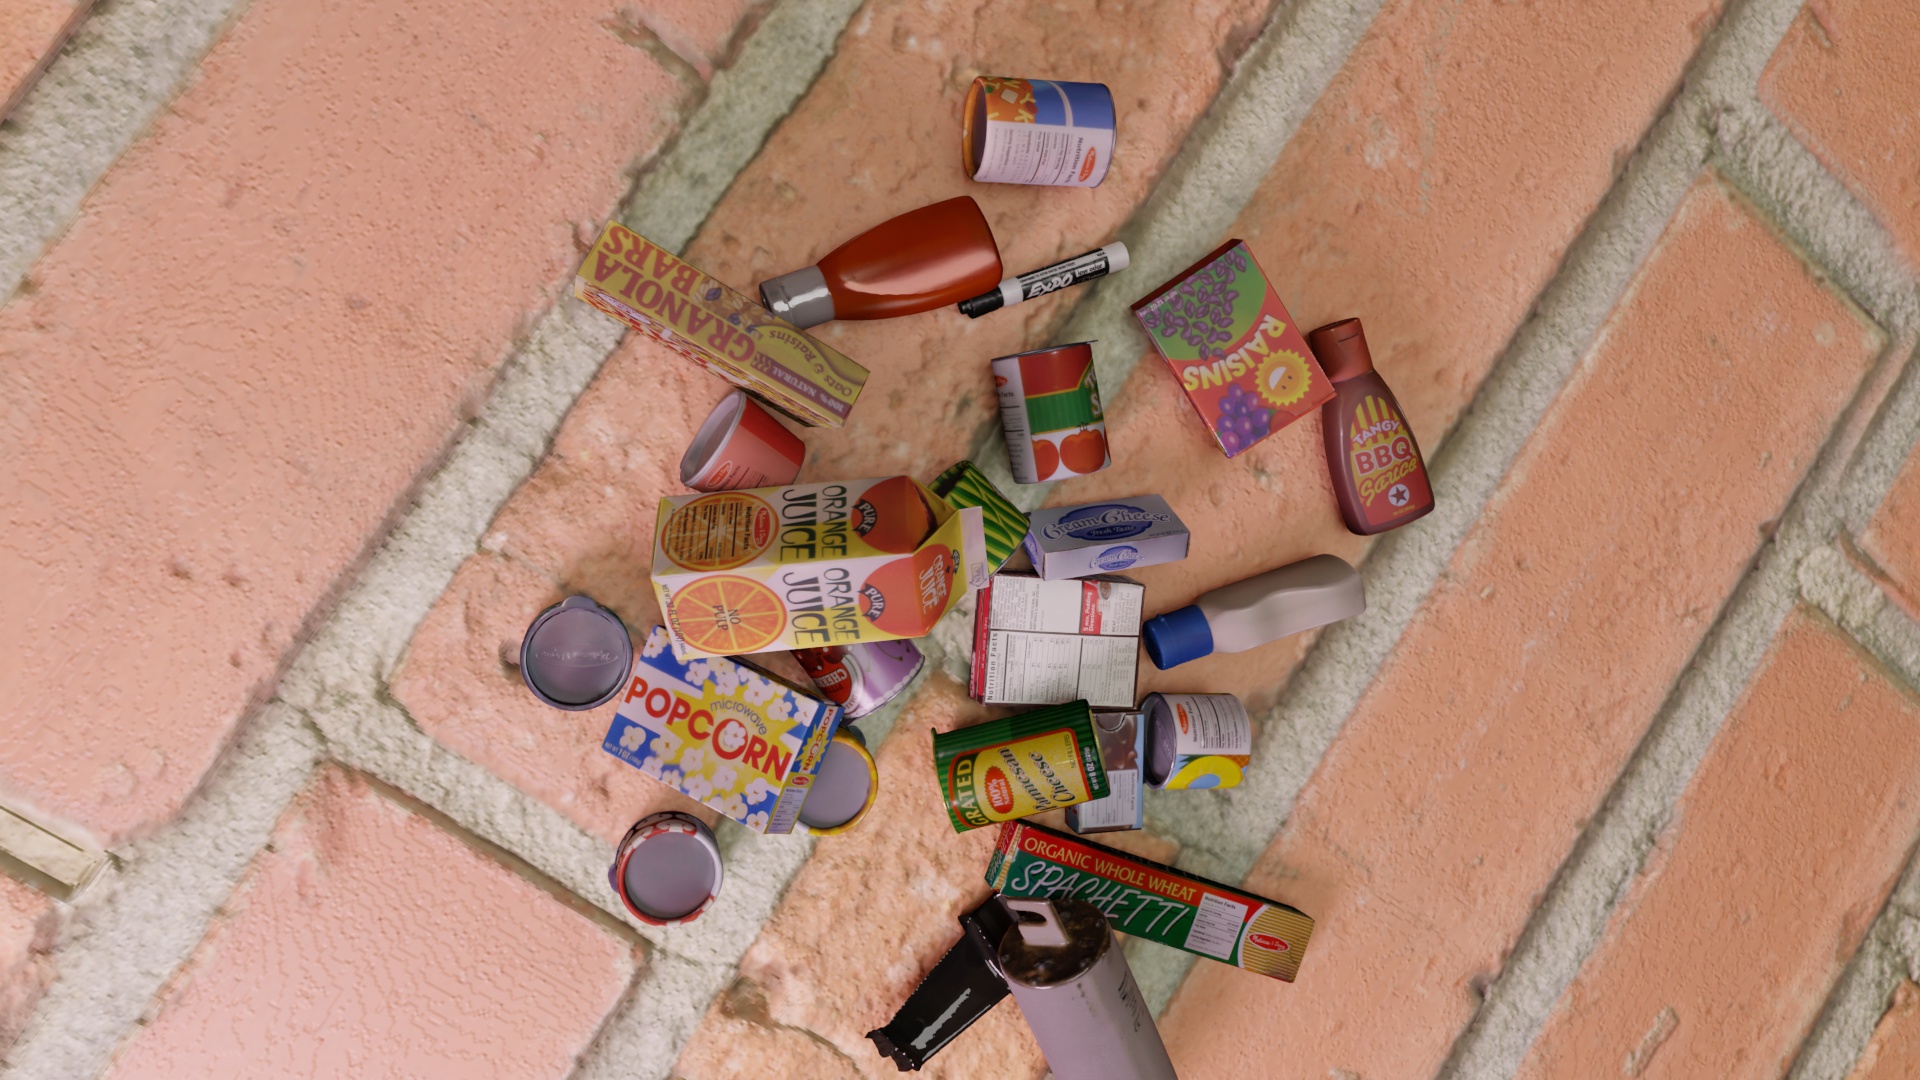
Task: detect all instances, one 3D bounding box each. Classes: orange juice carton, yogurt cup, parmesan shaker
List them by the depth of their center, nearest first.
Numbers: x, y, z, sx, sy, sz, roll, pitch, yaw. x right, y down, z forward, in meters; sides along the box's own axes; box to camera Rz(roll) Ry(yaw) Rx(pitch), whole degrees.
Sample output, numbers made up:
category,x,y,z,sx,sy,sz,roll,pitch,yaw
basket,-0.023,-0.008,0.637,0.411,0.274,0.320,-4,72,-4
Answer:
category,x,y,z,sx,sy,sz,roll,pitch,yaw
orange juice carton,-0.080,0.013,0.828,0.193,0.073,0.071,-5,134,-1
yogurt cup,-0.132,-0.051,0.856,0.054,0.072,0.072,32,85,-23
parmesan shaker,0.039,0.143,0.899,0.103,0.071,0.071,-15,98,6

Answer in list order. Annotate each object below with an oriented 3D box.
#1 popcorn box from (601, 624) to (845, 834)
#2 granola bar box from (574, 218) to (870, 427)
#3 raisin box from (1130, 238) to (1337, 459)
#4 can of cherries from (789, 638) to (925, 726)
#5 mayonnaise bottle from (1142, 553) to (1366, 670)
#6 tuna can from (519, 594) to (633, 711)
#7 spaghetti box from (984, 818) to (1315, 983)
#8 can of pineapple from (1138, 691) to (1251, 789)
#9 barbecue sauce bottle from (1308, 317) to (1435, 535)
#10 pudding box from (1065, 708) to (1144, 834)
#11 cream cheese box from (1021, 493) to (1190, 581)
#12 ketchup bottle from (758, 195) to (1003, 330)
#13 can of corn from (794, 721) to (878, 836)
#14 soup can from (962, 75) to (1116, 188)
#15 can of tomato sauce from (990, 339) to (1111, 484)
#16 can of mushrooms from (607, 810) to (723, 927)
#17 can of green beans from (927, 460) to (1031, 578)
category,x,y,z,sx,sy,sz,roll,pitch,yaw
popcorn box,-0.145,0.113,0.842,0.127,0.038,0.085,22,86,22
granola bar box,-0.142,-0.123,0.816,0.165,0.124,0.039,29,86,-16
raisin box,0.184,-0.129,0.939,0.086,0.040,0.123,-33,102,6
can of cherries,-0.067,0.073,0.879,0.071,0.071,0.058,-38,103,-10
mayonnaise bottle,0.200,0.050,0.958,0.148,0.065,0.041,-18,107,-10
tuna can,-0.235,0.067,0.850,0.071,0.033,0.071,-1,94,-16
spaghetti box,0.133,0.249,0.960,0.250,0.028,0.050,22,87,-20
can of pineapple,0.158,0.137,0.950,0.058,0.071,0.071,3,93,-16
barbecue sauce bottle,0.284,-0.082,0.980,0.065,0.044,0.148,-21,99,-8
pudding box,0.099,0.156,0.952,0.050,0.030,0.083,-1,94,-14
cream cheese box,0.095,-0.003,0.926,0.104,0.053,0.024,-8,124,-15
ketchup bottle,-0.051,-0.168,0.878,0.149,0.043,0.065,-20,79,-12
can of corn,-0.087,0.147,0.884,0.071,0.058,0.071,-1,95,-15
soup can,0.049,-0.264,0.892,0.084,0.071,0.071,-1,94,-15
can of tomato sauce,0.061,-0.084,0.906,0.071,0.071,0.083,-13,98,-14
can of mushrooms,-0.185,0.208,0.874,0.071,0.033,0.071,-1,95,-16
can of green beans,0.002,-0.010,0.894,0.058,0.071,0.071,45,82,-14
